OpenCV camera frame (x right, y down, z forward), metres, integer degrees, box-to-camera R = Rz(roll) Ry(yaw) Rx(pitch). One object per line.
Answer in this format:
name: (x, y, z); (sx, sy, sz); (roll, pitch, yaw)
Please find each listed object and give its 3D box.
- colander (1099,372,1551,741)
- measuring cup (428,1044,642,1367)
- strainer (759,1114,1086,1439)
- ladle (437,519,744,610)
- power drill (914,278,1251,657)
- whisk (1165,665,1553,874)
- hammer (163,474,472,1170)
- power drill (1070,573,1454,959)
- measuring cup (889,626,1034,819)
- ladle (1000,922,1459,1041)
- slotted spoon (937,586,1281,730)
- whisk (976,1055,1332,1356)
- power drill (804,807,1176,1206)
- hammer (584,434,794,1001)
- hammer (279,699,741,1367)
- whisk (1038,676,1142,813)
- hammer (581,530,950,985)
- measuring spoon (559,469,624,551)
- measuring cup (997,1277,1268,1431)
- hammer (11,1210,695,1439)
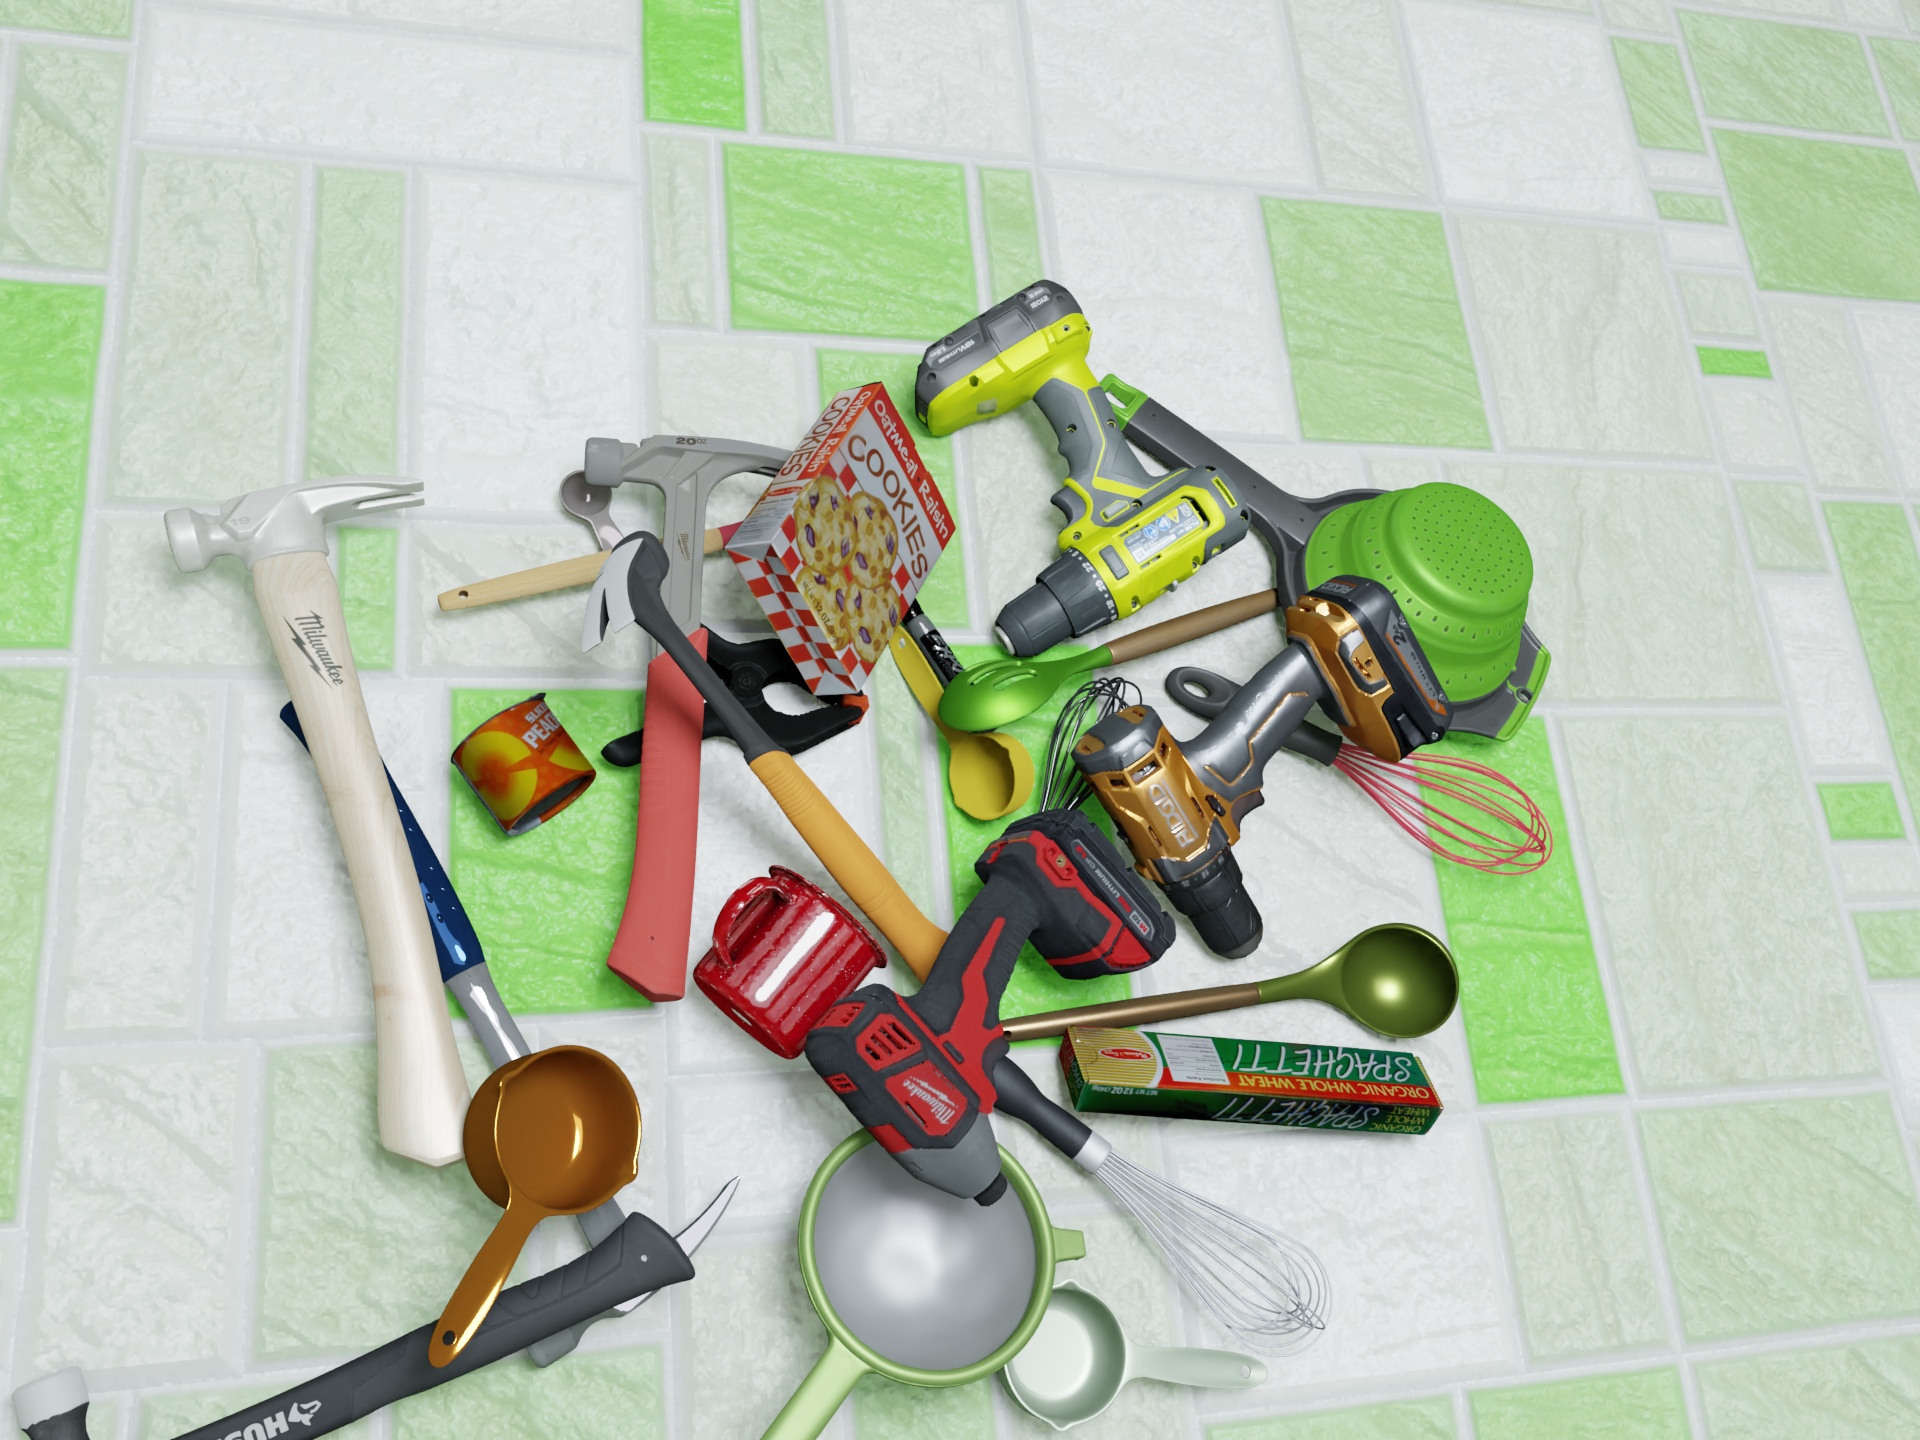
colander: (0.272, -0.150, 1.143); (0.397, 0.094, 0.204); (36, 56, 4)
measuring cup: (-0.237, 0.252, 0.829); (0.095, 0.052, 0.174); (45, 50, -24)
strainer: (-0.055, 0.340, 0.884); (0.151, 0.069, 0.256); (38, 54, 7)
ladle: (-0.183, -0.115, 1.045); (0.315, 0.031, 0.069); (-17, 81, -22)
power drill: (0.065, -0.171, 1.109); (0.190, 0.080, 0.228); (-32, 82, -6)
whisk: (0.280, 0.030, 1.115); (0.296, 0.073, 0.073); (25, 66, 1)
hammer: (-0.332, 0.049, 0.910); (0.146, 0.038, 0.411); (-15, 76, -21)
power drill: (0.207, 0.033, 1.039); (0.226, 0.084, 0.185); (-34, 107, -6)
measuring cup: (-0.002, -0.003, 1.059); (0.029, 0.062, 0.157); (-6, 56, -47)
ladle: (0.171, 0.183, 1.028); (0.320, 0.062, 0.078); (-6, 97, -14)
slotted spoon: (0.116, -0.052, 1.083); (0.313, 0.031, 0.070); (-19, 31, -34)
whisk: (0.107, 0.284, 0.975); (0.284, 0.070, 0.070); (37, 65, 5)
power drill: (0.023, 0.167, 0.931); (0.143, 0.078, 0.220); (51, 58, -10)
hammer: (-0.166, -0.009, 0.976); (0.149, 0.036, 0.359); (3, 70, -11)
hammer: (-0.277, 0.154, 0.925); (0.144, 0.035, 0.406); (-28, 80, -22)
whisk: (0.059, 0.070, 1.044); (0.055, 0.055, 0.239); (28, 70, -4)
hammer: (-0.098, 0.043, 0.927); (0.034, 0.127, 0.336); (-32, 113, 12)
measuring spoon: (-0.227, -0.108, 1.050); (0.034, 0.018, 0.124); (-27, 86, -25)
measuring cup: (0.100, 0.380, 0.946); (0.167, 0.038, 0.083); (11, 68, -13)
hammer: (-0.299, 0.346, 0.823); (0.334, 0.035, 0.146); (-21, 76, -12)
